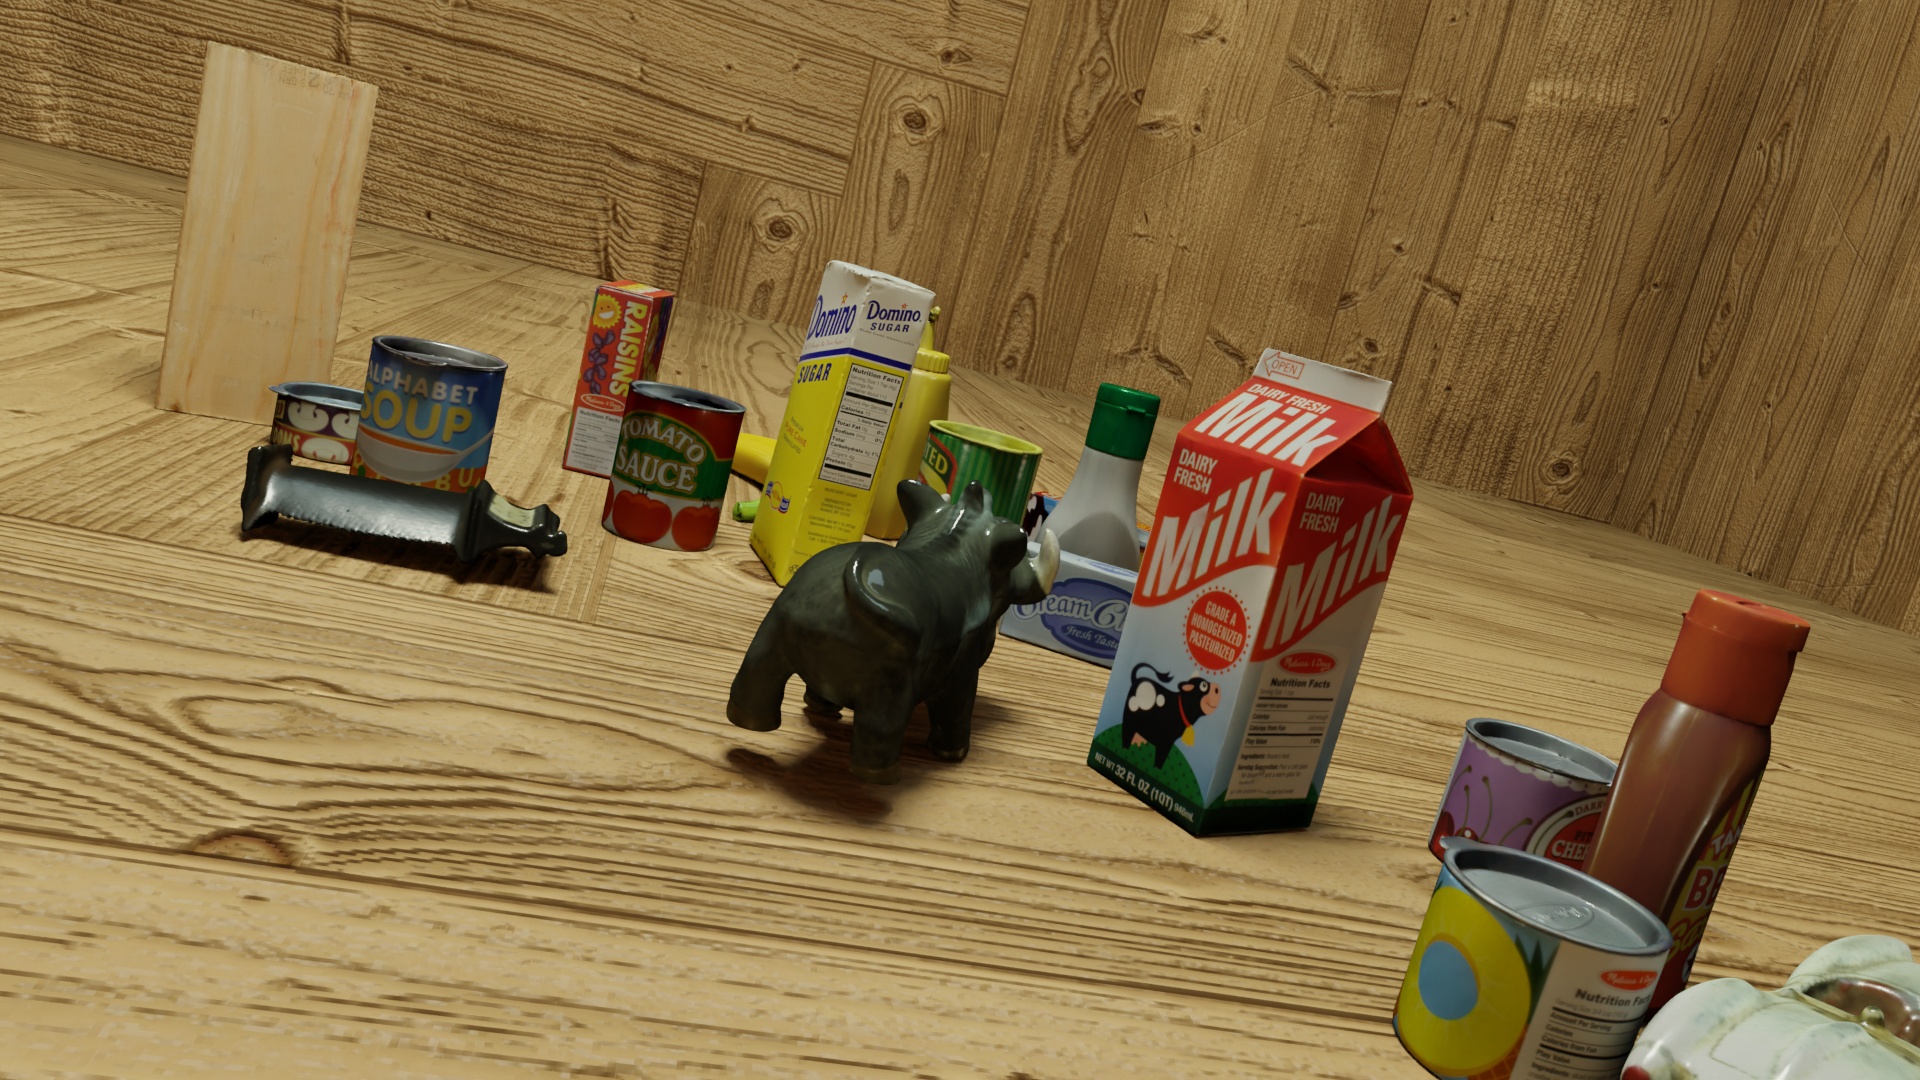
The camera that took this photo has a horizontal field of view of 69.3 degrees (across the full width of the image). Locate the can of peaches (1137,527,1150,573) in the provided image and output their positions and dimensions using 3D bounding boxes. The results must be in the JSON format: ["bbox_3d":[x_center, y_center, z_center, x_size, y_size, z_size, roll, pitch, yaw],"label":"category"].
[{"bbox_3d":[0.097,0.022,0.871,0.071,0.058,0.071,14,11,-3],"label":"can of peaches"}]

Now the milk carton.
[{"bbox_3d":[0.124,0.019,0.576,0.073,0.190,0.072,7,13,-37],"label":"milk carton"}]

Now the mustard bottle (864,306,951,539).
[{"bbox_3d":[-0.037,-0.082,0.948,0.049,0.160,0.065,19,11,24],"label":"mustard bottle"}]

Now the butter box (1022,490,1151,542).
[{"bbox_3d":[0.091,0.006,0.959,0.103,0.053,0.024,19,11,22],"label":"butter box"}]

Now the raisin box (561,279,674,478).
[{"bbox_3d":[-0.229,-0.110,0.933,0.040,0.123,0.086,14,11,-4],"label":"raisin box"}]

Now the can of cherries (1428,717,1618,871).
[{"bbox_3d":[0.243,0.116,0.593,0.071,0.058,0.071,14,11,-3],"label":"can of cherries"}]

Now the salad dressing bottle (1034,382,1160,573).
[{"bbox_3d":[0.080,-0.017,0.808,0.064,0.147,0.044,12,11,-13],"label":"salad dressing bottle"}]

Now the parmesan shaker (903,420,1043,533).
[{"bbox_3d":[0.003,-0.010,0.791,0.071,0.103,0.071,14,11,-3],"label":"parmesan shaker"}]

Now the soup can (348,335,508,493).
[{"bbox_3d":[-0.275,-0.057,0.713,0.071,0.083,0.071,14,11,-3],"label":"soup can"}]

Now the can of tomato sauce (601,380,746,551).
[{"bbox_3d":[-0.164,-0.042,0.788,0.071,0.083,0.071,14,11,-3],"label":"can of tomato sauce"}]

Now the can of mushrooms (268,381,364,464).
[{"bbox_3d":[-0.357,-0.067,0.789,0.071,0.033,0.071,14,11,-3],"label":"can of mushrooms"}]

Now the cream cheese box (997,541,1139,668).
[{"bbox_3d":[0.077,0.040,0.768,0.104,0.053,0.024,17,11,12],"label":"cream cheese box"}]

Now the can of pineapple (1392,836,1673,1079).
[{"bbox_3d":[0.171,0.132,0.422,0.071,0.057,0.071,14,11,-3],"label":"can of pineapple"}]

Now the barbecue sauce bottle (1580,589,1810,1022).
[{"bbox_3d":[0.254,0.092,0.491,0.044,0.148,0.065,23,14,39],"label":"barbecue sauce bottle"}]
